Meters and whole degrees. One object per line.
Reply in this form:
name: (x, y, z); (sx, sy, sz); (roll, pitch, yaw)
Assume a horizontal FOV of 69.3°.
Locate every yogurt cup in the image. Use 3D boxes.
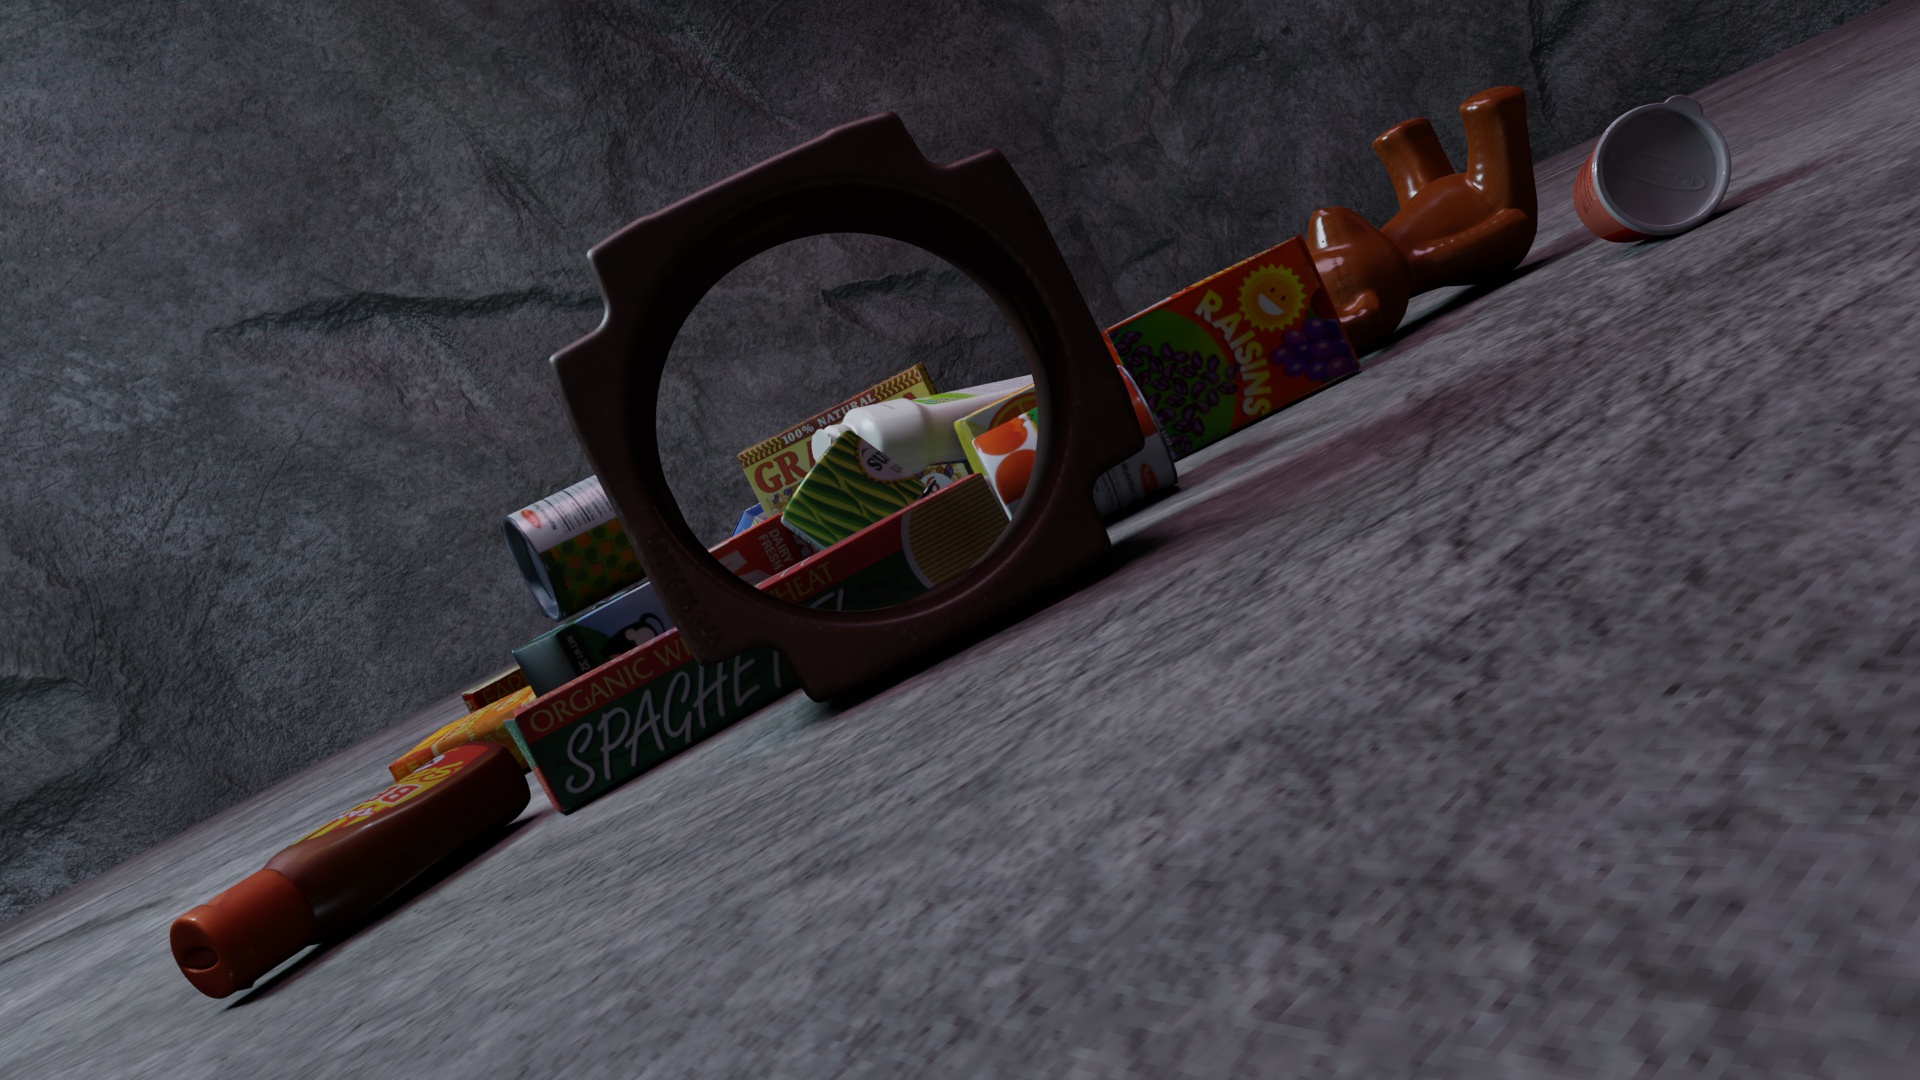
yogurt cup: (0.360, -0.189, 0.733); (0.072, 0.072, 0.054); (-26, -3, 4)

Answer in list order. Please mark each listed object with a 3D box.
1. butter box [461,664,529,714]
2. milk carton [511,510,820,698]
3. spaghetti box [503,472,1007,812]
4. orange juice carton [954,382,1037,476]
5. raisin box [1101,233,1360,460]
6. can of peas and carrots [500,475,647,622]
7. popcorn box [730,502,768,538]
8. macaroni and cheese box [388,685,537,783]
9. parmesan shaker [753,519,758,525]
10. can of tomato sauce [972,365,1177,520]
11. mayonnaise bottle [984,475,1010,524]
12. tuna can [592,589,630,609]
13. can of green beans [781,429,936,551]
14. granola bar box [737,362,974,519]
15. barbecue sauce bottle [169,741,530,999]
butter box: (-0.307, 0.111, 1.016); (0.104, 0.053, 0.024); (-32, 10, -41)
milk carton: (-0.143, 0.045, 0.784); (0.191, 0.072, 0.073); (-30, 6, -37)
spaghetti box: (-0.086, 0.044, 0.650); (0.251, 0.050, 0.028); (-28, 4, -20)
orange juice carton: (0.098, -0.089, 0.938); (0.193, 0.073, 0.072); (-26, 5, -4)
raisin box: (0.155, -0.110, 0.802); (0.123, 0.086, 0.040); (-26, 3, 2)
can of peas and carrots: (-0.215, 0.006, 0.782); (0.059, 0.071, 0.071); (-29, 6, -26)
popcorn box: (-0.177, 0.009, 1.240); (0.085, 0.038, 0.127); (-65, -3, 13)
macaroni and cheese box: (-0.258, 0.110, 0.876); (0.167, 0.040, 0.124); (-26, 6, -4)
parmesan shaker: (-0.090, -0.006, 1.018); (0.103, 0.071, 0.071); (-27, 5, -11)
can of tomato sauce: (0.056, -0.041, 0.696); (0.083, 0.071, 0.071); (-27, 5, 1)
mayonnaise bottle: (0.003, -0.010, 0.801); (0.064, 0.041, 0.148); (-31, 3, 11)
tuna can: (-0.238, 0.067, 1.025); (0.071, 0.071, 0.033); (-28, 6, -20)
can of green beans: (-0.058, -0.020, 0.776); (0.071, 0.058, 0.071); (-54, -1, -1)
granola bar box: (-0.077, -0.051, 1.114); (0.165, 0.124, 0.039); (-25, 6, 13)
barbecue sauce bottle: (-0.257, 0.137, 0.592); (0.064, 0.043, 0.149); (-21, 8, 33)
